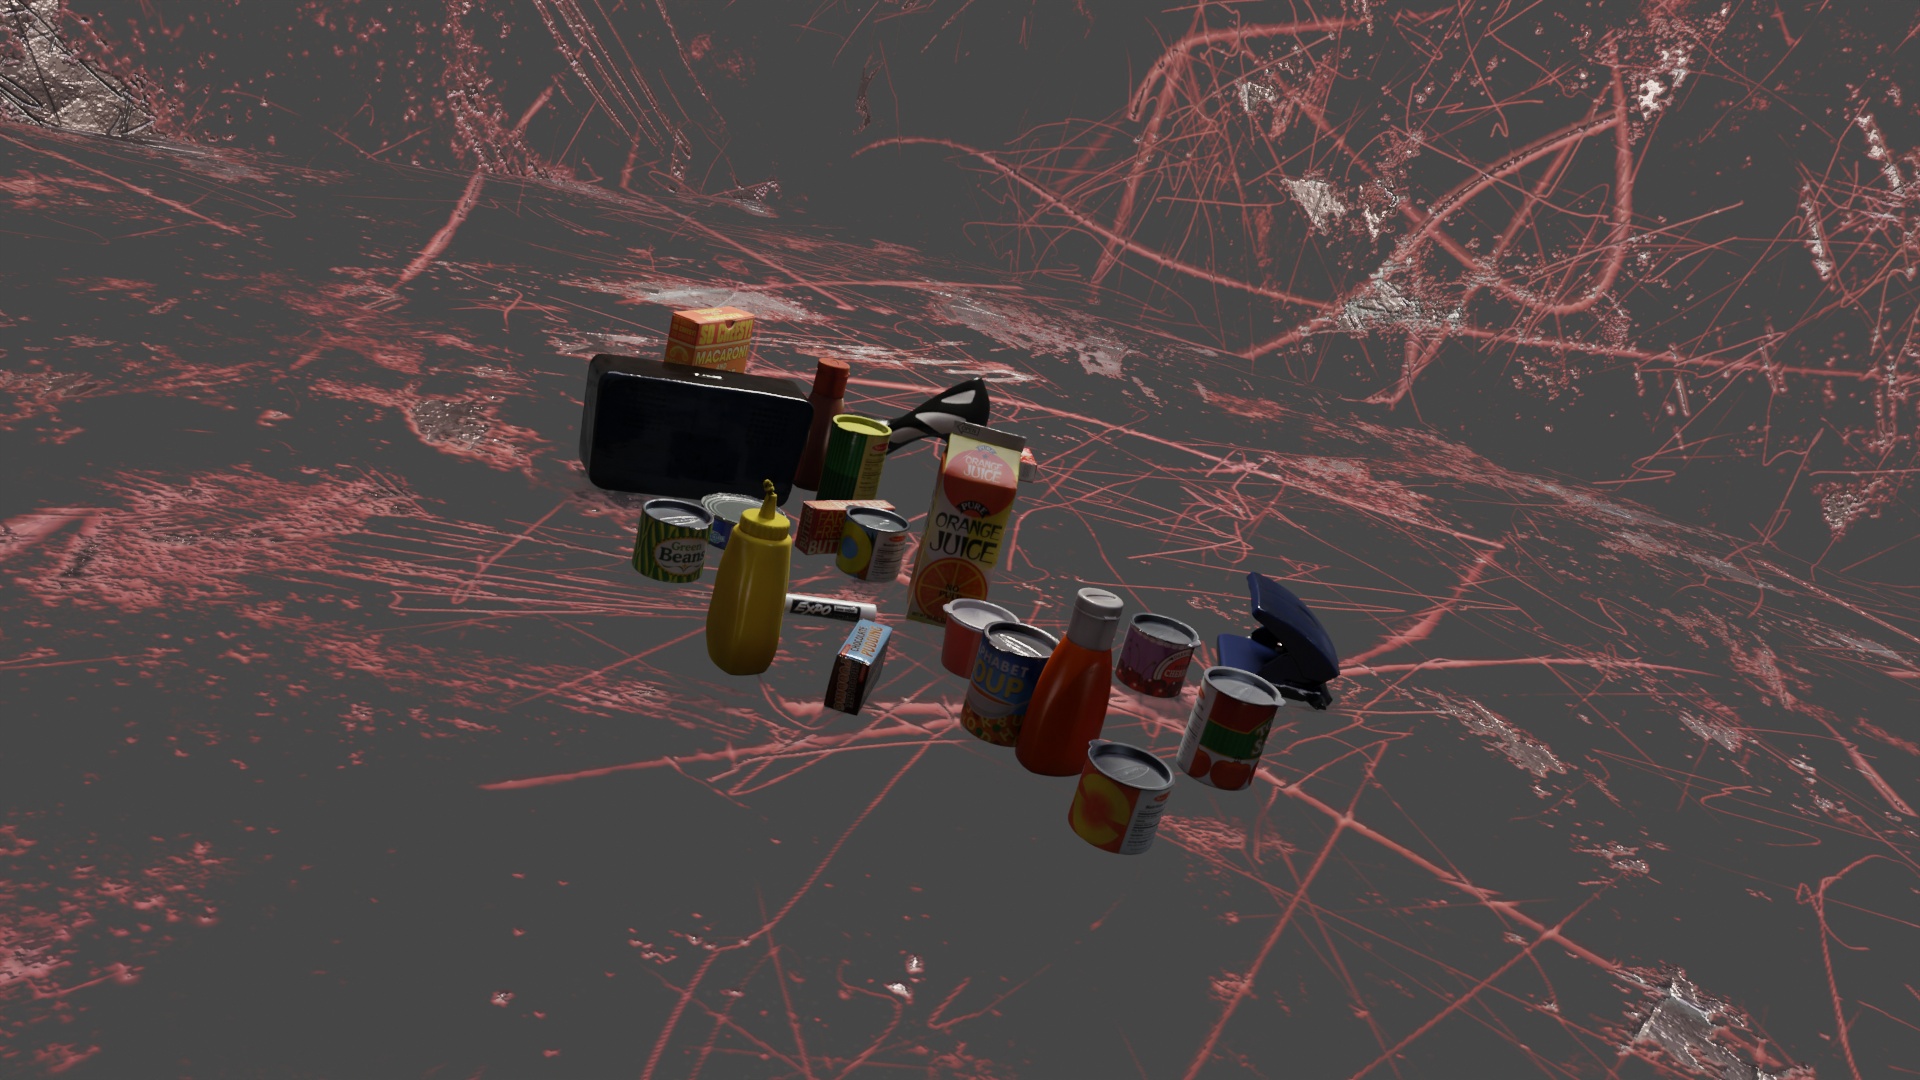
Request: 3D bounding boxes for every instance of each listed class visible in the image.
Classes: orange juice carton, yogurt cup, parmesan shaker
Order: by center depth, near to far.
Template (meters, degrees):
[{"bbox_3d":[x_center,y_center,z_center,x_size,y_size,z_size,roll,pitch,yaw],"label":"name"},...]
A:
[{"bbox_3d":[0.015,0.090,1.238,0.072,0.053,0.072,14,18,-4],"label":"yogurt cup"},{"bbox_3d":[0.005,-0.017,1.319,0.072,0.192,0.073,13,18,-6],"label":"orange juice carton"},{"bbox_3d":[-0.122,-0.081,1.546,0.071,0.102,0.071,14,18,-4],"label":"parmesan shaker"}]

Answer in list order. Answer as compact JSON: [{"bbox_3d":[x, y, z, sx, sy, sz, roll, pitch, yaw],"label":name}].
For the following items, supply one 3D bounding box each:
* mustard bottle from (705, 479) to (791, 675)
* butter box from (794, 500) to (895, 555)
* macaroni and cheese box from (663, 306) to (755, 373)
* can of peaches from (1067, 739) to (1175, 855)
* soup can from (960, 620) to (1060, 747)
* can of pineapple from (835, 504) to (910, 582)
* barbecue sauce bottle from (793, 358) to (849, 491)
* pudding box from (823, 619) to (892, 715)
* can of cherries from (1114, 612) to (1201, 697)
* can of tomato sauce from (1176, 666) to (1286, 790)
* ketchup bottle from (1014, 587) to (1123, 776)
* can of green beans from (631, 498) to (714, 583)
[{"bbox_3d":[-0.165,0.027,1.112,0.049,0.159,0.065,1,22,-36],"label":"mustard bottle"},{"bbox_3d":[-0.119,-0.014,1.435,0.104,0.053,0.024,-1,24,-40],"label":"butter box"},{"bbox_3d":[-0.297,-0.181,1.602,0.040,0.165,0.124,21,19,17],"label":"macaroni and cheese box"},{"bbox_3d":[0.116,0.189,1.025,0.071,0.058,0.071,14,18,-4],"label":"can of peaches"},{"bbox_3d":[0.039,0.117,1.131,0.071,0.083,0.071,14,18,-4],"label":"soup can"},{"bbox_3d":[-0.090,0.003,1.401,0.071,0.057,0.071,14,18,-4],"label":"can of pineapple"},{"bbox_3d":[-0.160,-0.134,1.600,0.044,0.148,0.065,11,19,-12],"label":"barbecue sauce bottle"},{"bbox_3d":[-0.083,0.102,1.134,0.030,0.049,0.084,17,18,5],"label":"pudding box"},{"bbox_3d":[0.186,0.109,1.308,0.071,0.058,0.072,14,18,-4],"label":"can of cherries"},{"bbox_3d":[0.225,0.158,1.159,0.071,0.082,0.071,14,18,-4],"label":"can of tomato sauce"},{"bbox_3d":[0.090,0.111,1.086,0.065,0.148,0.043,4,21,-31],"label":"ketchup bottle"},{"bbox_3d":[-0.264,0.000,1.274,0.071,0.057,0.071,14,18,-4],"label":"can of green beans"}]
